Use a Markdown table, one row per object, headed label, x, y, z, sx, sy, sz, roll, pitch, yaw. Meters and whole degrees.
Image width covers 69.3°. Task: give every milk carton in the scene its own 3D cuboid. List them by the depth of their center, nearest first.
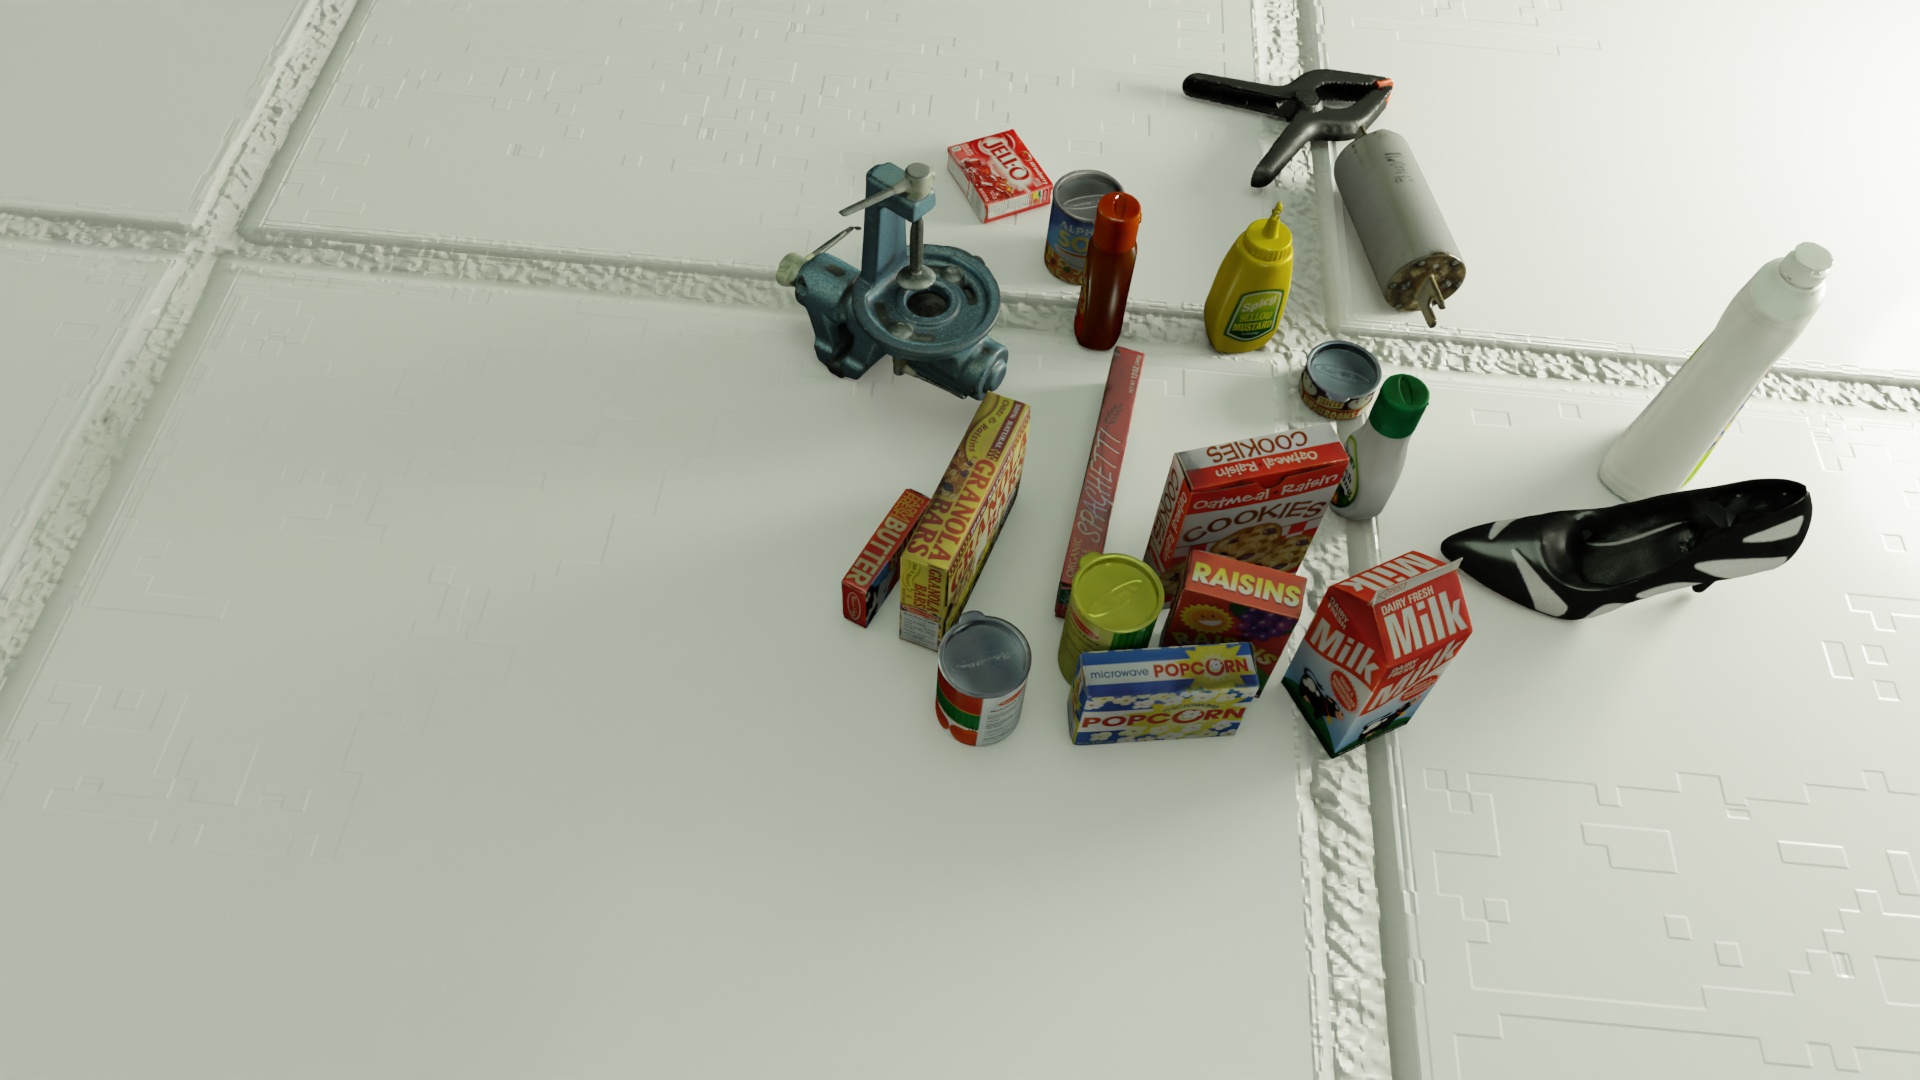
| label | x | y | z | sx | sy | sz | roll | pitch | yaw |
| --- | --- | --- | --- | --- | --- | --- | --- | --- | --- |
| milk carton | 0.295 | 0.074 | 0.982 | 0.072 | 0.189 | 0.074 | -20 | 60 | -16 |

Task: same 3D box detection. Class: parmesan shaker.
| label | x | y | z | sx | sy | sz | roll | pitch | yaw |
| --- | --- | --- | --- | --- | --- | --- | --- | --- | --- |
| parmesan shaker | 0.108 | 0.062 | 1.031 | 0.071 | 0.102 | 0.071 | 2 | 57 | -2 |

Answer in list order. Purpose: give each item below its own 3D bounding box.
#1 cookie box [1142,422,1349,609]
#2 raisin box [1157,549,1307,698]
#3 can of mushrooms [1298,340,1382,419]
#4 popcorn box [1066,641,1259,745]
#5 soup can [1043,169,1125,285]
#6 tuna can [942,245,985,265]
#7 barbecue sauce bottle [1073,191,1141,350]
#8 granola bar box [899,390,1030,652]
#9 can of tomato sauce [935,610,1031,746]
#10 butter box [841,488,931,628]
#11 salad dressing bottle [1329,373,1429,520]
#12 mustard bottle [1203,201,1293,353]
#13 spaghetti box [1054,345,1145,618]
| label | x | y | z | sx | sy | sz | roll | pitch | yaw |
| --- | --- | --- | --- | --- | --- | --- | --- | --- | --- |
| cookie box | 0.210 | -0.014 | 1.049 | 0.123 | 0.166 | 0.040 | -12 | 58 | -11 |
| raisin box | 0.197 | 0.062 | 1.024 | 0.086 | 0.122 | 0.040 | 15 | 57 | 6 |
| can of mushrooms | 0.332 | -0.139 | 1.218 | 0.071 | 0.033 | 0.071 | 2 | 57 | -2 |
| popcorn box | 0.145 | 0.112 | 1.011 | 0.127 | 0.084 | 0.038 | -3 | 57 | -5 |
| soup can | 0.113 | -0.283 | 1.270 | 0.071 | 0.083 | 0.072 | 2 | 57 | -2 |
| tuna can | -0.012 | -0.233 | 1.260 | 0.071 | 0.032 | 0.071 | 2 | 57 | -2 |
| barbecue sauce bottle | 0.128 | -0.234 | 1.200 | 0.044 | 0.147 | 0.065 | 8 | 57 | 2 |
| granola bar box | 0.004 | -0.013 | 1.062 | 0.039 | 0.123 | 0.166 | 20 | 58 | 10 |
| can of tomato sauce | 0.014 | 0.102 | 1.011 | 0.071 | 0.082 | 0.071 | 2 | 57 | -2 |
| butter box | -0.058 | 0.013 | 1.083 | 0.024 | 0.052 | 0.104 | 25 | 59 | 13 |
| salad dressing bottle | 0.333 | -0.073 | 1.107 | 0.044 | 0.147 | 0.064 | 1 | 57 | -2 |
| mustard bottle | 0.253 | -0.228 | 1.196 | 0.065 | 0.159 | 0.049 | -8 | 58 | -9 |
| spaghetti box | 0.115 | -0.050 | 1.137 | 0.029 | 0.050 | 0.251 | 13 | 57 | 5 |
